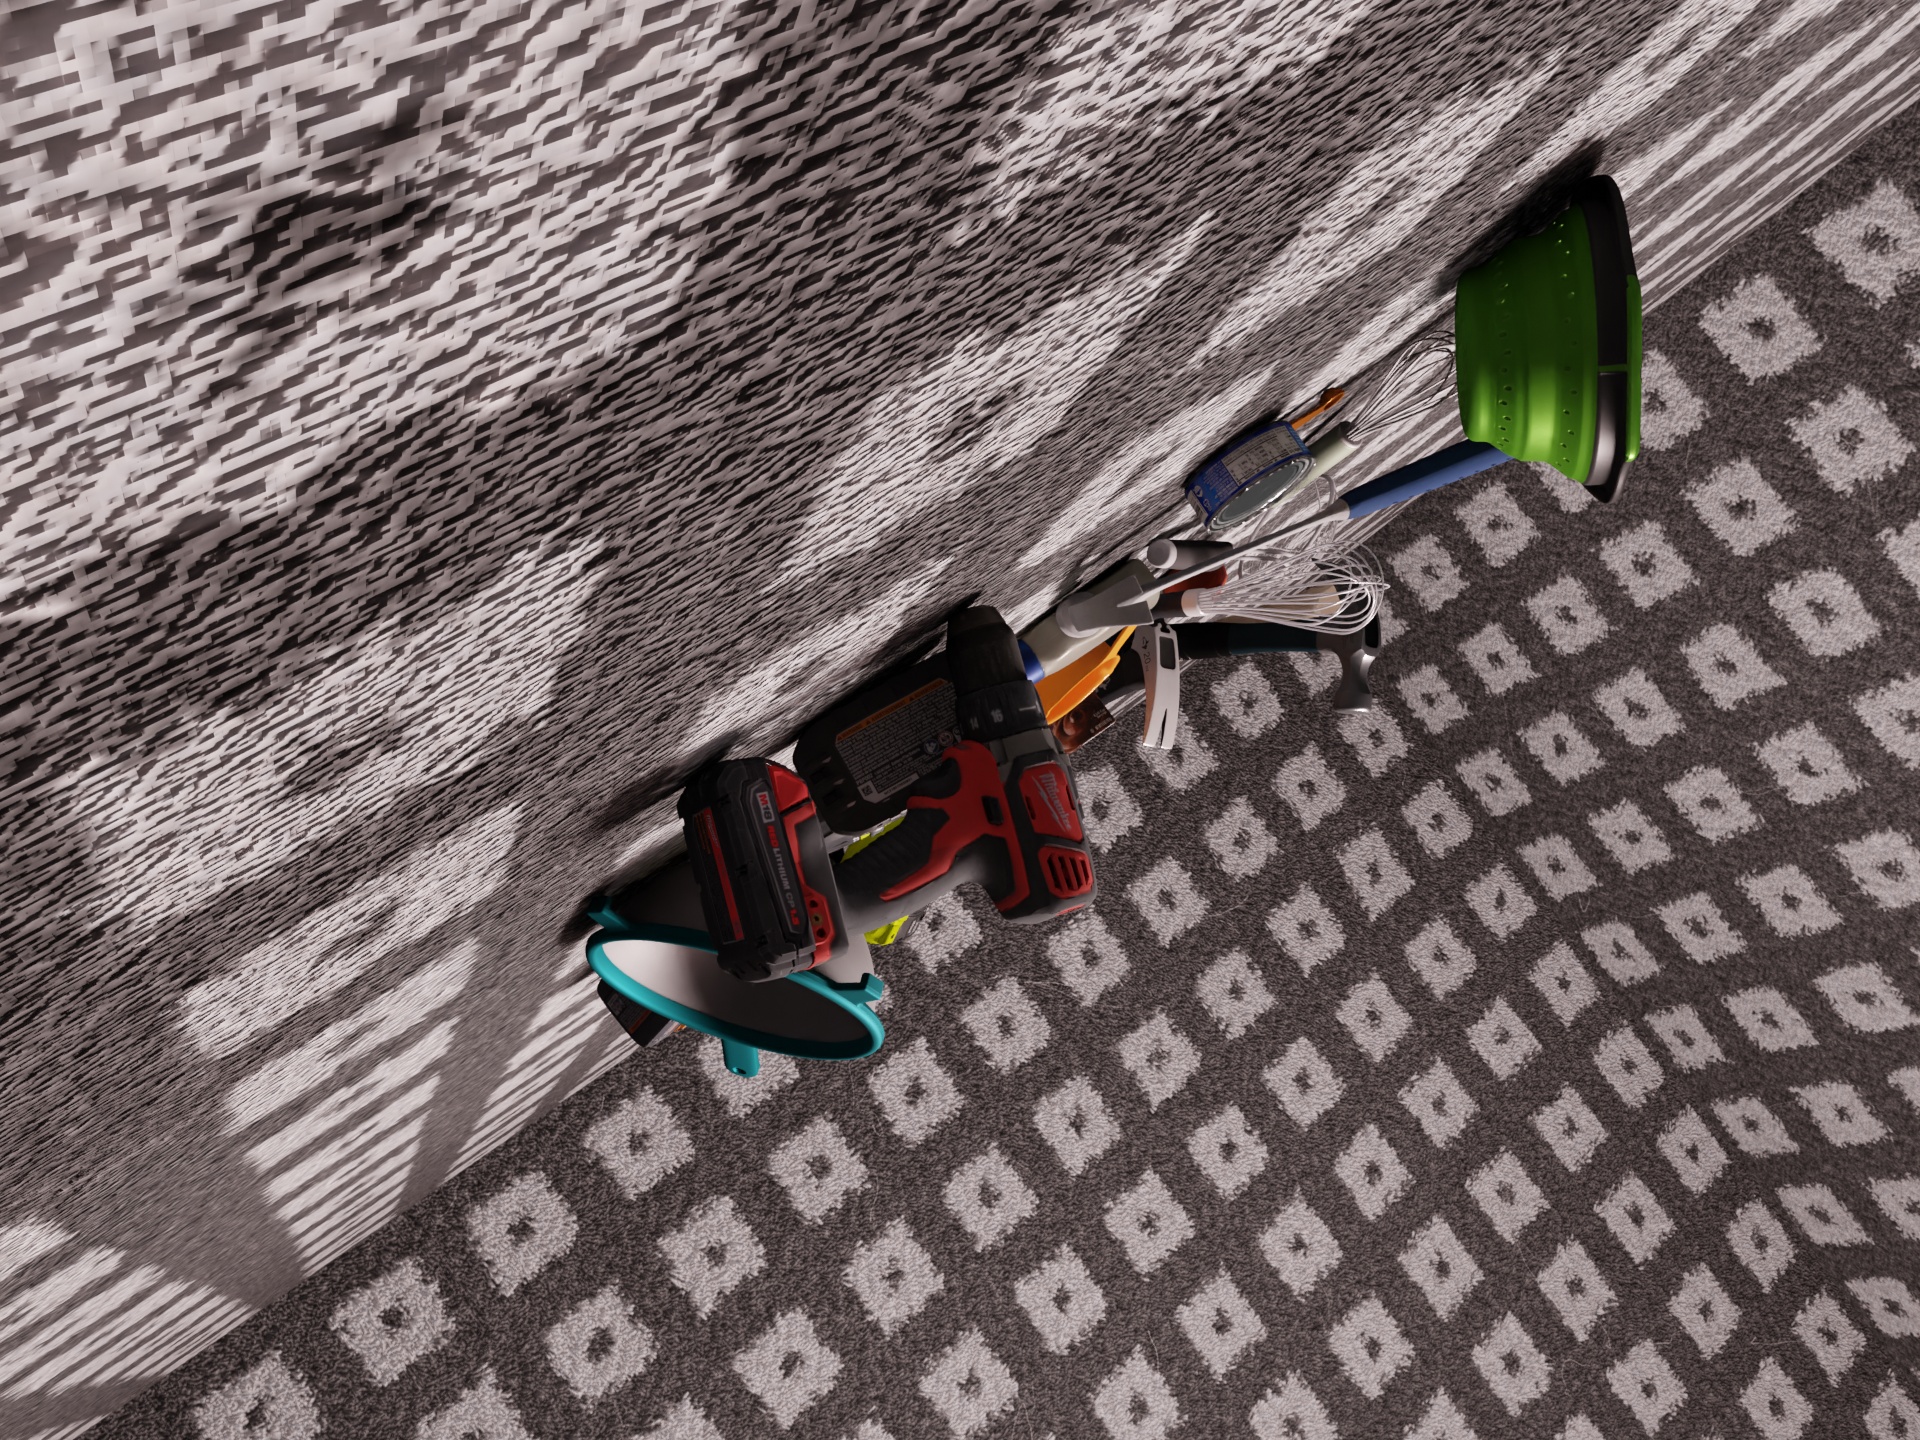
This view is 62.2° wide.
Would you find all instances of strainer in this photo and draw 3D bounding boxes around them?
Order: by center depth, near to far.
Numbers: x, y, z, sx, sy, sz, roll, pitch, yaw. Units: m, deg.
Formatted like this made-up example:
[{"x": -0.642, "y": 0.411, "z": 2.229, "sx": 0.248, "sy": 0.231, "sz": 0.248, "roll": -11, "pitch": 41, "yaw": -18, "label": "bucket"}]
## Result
[{"x": -0.150, "y": 0.180, "z": 1.154, "sx": 0.340, "sy": 0.211, "sz": 0.095, "roll": 103, "pitch": 3, "yaw": -64, "label": "strainer"}]

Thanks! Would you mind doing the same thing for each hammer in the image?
[{"x": 0.268, "y": -0.148, "z": 1.146, "sx": 0.405, "sy": 0.035, "sz": 0.144, "roll": -23, "pitch": -175, "yaw": -7, "label": "hammer"}, {"x": 0.232, "y": -0.070, "z": 1.400, "sx": 0.033, "sy": 0.128, "sz": 0.331, "roll": 9, "pitch": 175, "yaw": -36, "label": "hammer"}, {"x": 0.233, "y": -0.080, "z": 1.524, "sx": 0.146, "sy": 0.038, "sz": 0.410, "roll": -32, "pitch": -172, "yaw": -33, "label": "hammer"}, {"x": 0.088, "y": 0.002, "z": 1.528, "sx": 0.035, "sy": 0.146, "sz": 0.335, "roll": 9, "pitch": 155, "yaw": -35, "label": "hammer"}]

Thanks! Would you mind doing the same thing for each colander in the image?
[{"x": 0.386, "y": -0.269, "z": 1.096, "sx": 0.094, "sy": 0.204, "sz": 0.397, "roll": -3, "pitch": -159, "yaw": 14, "label": "colander"}]

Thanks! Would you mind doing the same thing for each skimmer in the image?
[{"x": 0.235, "y": -0.166, "z": 1.386, "sx": 0.127, "sy": 0.090, "sz": 0.363, "roll": -47, "pitch": 160, "yaw": 28, "label": "skimmer"}]

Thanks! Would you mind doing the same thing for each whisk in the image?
[{"x": 0.313, "y": -0.229, "z": 1.252, "sx": 0.059, "sy": 0.058, "sz": 0.246, "roll": 7, "pitch": 157, "yaw": -26, "label": "whisk"}, {"x": 0.213, "y": -0.095, "z": 1.263, "sx": 0.070, "sy": 0.070, "sz": 0.285, "roll": -31, "pitch": -161, "yaw": -38, "label": "whisk"}]

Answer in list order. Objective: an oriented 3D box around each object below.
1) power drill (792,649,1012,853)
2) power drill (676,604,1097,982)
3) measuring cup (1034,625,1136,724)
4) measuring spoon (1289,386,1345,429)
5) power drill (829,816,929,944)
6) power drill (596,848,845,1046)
[{"x": -0.058, "y": 0.037, "z": 1.066, "sx": 0.190, "sy": 0.080, "sz": 0.228, "roll": -29, "pitch": 175, "yaw": -12, "label": "power drill"}, {"x": -0.038, "y": 0.039, "z": 0.893, "sx": 0.226, "sy": 0.188, "sz": 0.080, "roll": -12, "pitch": 174, "yaw": -29, "label": "power drill"}, {"x": 0.105, "y": -0.068, "z": 1.327, "sx": 0.095, "sy": 0.052, "sz": 0.173, "roll": -30, "pitch": 162, "yaw": -45, "label": "measuring cup"}, {"x": 0.215, "y": -0.199, "z": 1.098, "sx": 0.117, "sy": 0.011, "sz": 0.021, "roll": -32, "pitch": 168, "yaw": -6, "label": "measuring spoon"}, {"x": -0.103, "y": 0.128, "z": 1.308, "sx": 0.223, "sy": 0.080, "sz": 0.171, "roll": -6, "pitch": 125, "yaw": -59, "label": "power drill"}, {"x": -0.197, "y": 0.177, "z": 1.396, "sx": 0.226, "sy": 0.084, "sz": 0.164, "roll": -36, "pitch": 173, "yaw": -38, "label": "power drill"}]
